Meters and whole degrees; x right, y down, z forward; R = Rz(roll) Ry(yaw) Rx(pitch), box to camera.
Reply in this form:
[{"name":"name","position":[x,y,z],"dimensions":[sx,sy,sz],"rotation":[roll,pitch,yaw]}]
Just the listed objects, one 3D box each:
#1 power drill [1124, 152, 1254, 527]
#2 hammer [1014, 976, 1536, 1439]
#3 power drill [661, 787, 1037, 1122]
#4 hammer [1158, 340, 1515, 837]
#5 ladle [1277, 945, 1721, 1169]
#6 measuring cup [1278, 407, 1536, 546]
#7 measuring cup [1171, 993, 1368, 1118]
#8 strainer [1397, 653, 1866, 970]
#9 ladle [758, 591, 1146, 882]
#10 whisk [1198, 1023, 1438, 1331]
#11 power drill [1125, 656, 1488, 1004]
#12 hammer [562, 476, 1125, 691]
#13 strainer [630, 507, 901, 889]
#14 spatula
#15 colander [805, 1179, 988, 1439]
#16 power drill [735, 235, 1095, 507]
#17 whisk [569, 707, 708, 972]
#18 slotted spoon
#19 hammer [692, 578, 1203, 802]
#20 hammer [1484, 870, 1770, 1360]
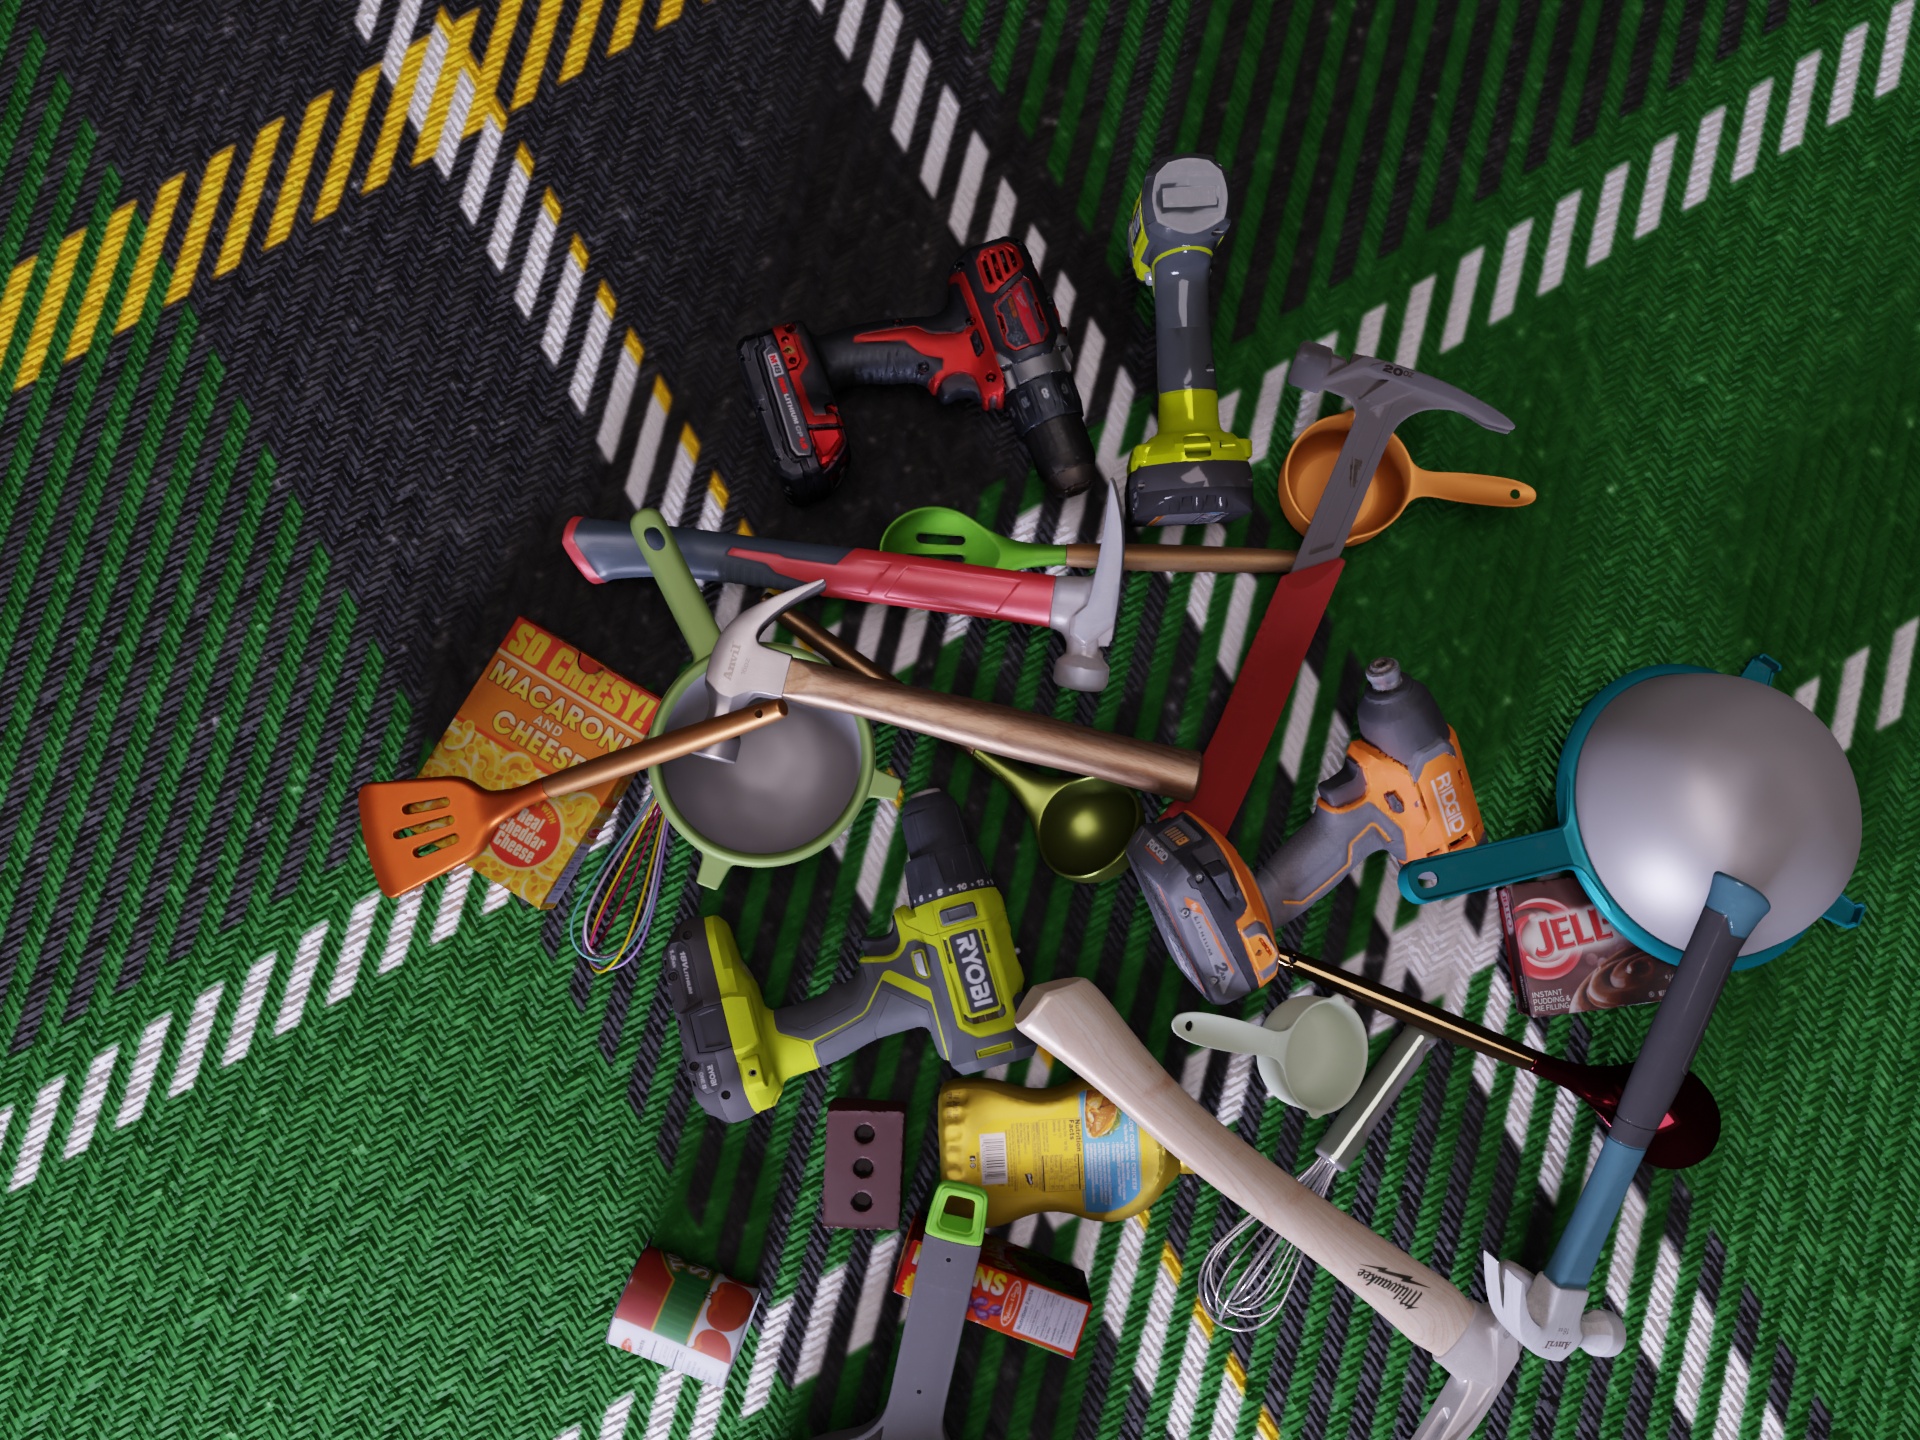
[{"name":"power drill","position":[0.148,-0.247,1.075],"dimensions":[0.080,0.171,0.223],"rotation":[-2,92,1]},{"name":"hammer","position":[0.193,0.309,1.011],"dimensions":[0.410,0.038,0.146],"rotation":[39,79,-10]},{"name":"power drill","position":[-0.077,0.161,1.071],"dimensions":[0.228,0.080,0.191],"rotation":[-15,78,-3]},{"name":"hammer","position":[0.232,-0.064,1.070],"dimensions":[0.149,0.036,0.359],"rotation":[23,97,9]},{"name":"ladle","position":[0.355,0.215,1.057],"dimensions":[0.315,0.031,0.069],"rotation":[22,75,7]},{"name":"measuring cup","position":[0.308,-0.160,1.112],"dimensions":[0.173,0.052,0.095],"rotation":[6,84,0]},{"name":"measuring cup","position":[0.195,0.210,1.043],"dimensions":[0.167,0.038,0.083],"rotation":[17,81,-28]},{"name":"strainer","position":[0.447,0.065,1.018],"dimensions":[0.340,0.095,0.211],"rotation":[-10,79,-17]},{"name":"ladle","position":[-0.011,0.003,1.098],"dimensions":[0.320,0.062,0.078],"rotation":[35,83,7]},{"name":"whisk","position":[0.244,0.301,1.064],"dimensions":[0.059,0.057,0.246],"rotation":[33,80,35]},{"name":"power drill","position":[0.227,0.067,1.037],"dimensions":[0.226,0.084,0.164],"rotation":[-29,118,-7]},{"name":"hammer","position":[-0.082,-0.117,1.087],"dimensions":[0.386,0.038,0.143],"rotation":[8,101,7]},{"name":"strainer","position":[-0.160,-0.023,1.083],"dimensions":[0.151,0.069,0.256],"rotation":[-27,90,-9]},{"name":"spatula","position":[-0.254,0.038,1.033],"dimensions":[0.322,0.041,0.081],"rotation":[-18,84,23]},{"name":"colander","position":[-0.040,0.478,0.970],"dimensions":[0.204,0.094,0.397],"rotation":[12,101,4]},{"name":"power drill","position":[-0.025,-0.220,1.114],"dimensions":[0.226,0.080,0.188],"rotation":[-20,84,-4]},{"name":"whisk","position":[-0.211,0.057,1.104],"dimensions":[0.051,0.047,0.245],"rotation":[21,80,-9]},{"name":"slotted spoon","position":[0.100,-0.114,1.123],"dimensions":[0.313,0.031,0.070],"rotation":[1,84,-1]},{"name":"hammer","position":[-0.002,-0.003,1.046],"dimensions":[0.331,0.031,0.130],"rotation":[13,84,-4]},{"name":"hammer","position":[0.423,0.250,0.993],"dimensions":[0.128,0.033,0.331],"rotation":[14,101,-29]}]
